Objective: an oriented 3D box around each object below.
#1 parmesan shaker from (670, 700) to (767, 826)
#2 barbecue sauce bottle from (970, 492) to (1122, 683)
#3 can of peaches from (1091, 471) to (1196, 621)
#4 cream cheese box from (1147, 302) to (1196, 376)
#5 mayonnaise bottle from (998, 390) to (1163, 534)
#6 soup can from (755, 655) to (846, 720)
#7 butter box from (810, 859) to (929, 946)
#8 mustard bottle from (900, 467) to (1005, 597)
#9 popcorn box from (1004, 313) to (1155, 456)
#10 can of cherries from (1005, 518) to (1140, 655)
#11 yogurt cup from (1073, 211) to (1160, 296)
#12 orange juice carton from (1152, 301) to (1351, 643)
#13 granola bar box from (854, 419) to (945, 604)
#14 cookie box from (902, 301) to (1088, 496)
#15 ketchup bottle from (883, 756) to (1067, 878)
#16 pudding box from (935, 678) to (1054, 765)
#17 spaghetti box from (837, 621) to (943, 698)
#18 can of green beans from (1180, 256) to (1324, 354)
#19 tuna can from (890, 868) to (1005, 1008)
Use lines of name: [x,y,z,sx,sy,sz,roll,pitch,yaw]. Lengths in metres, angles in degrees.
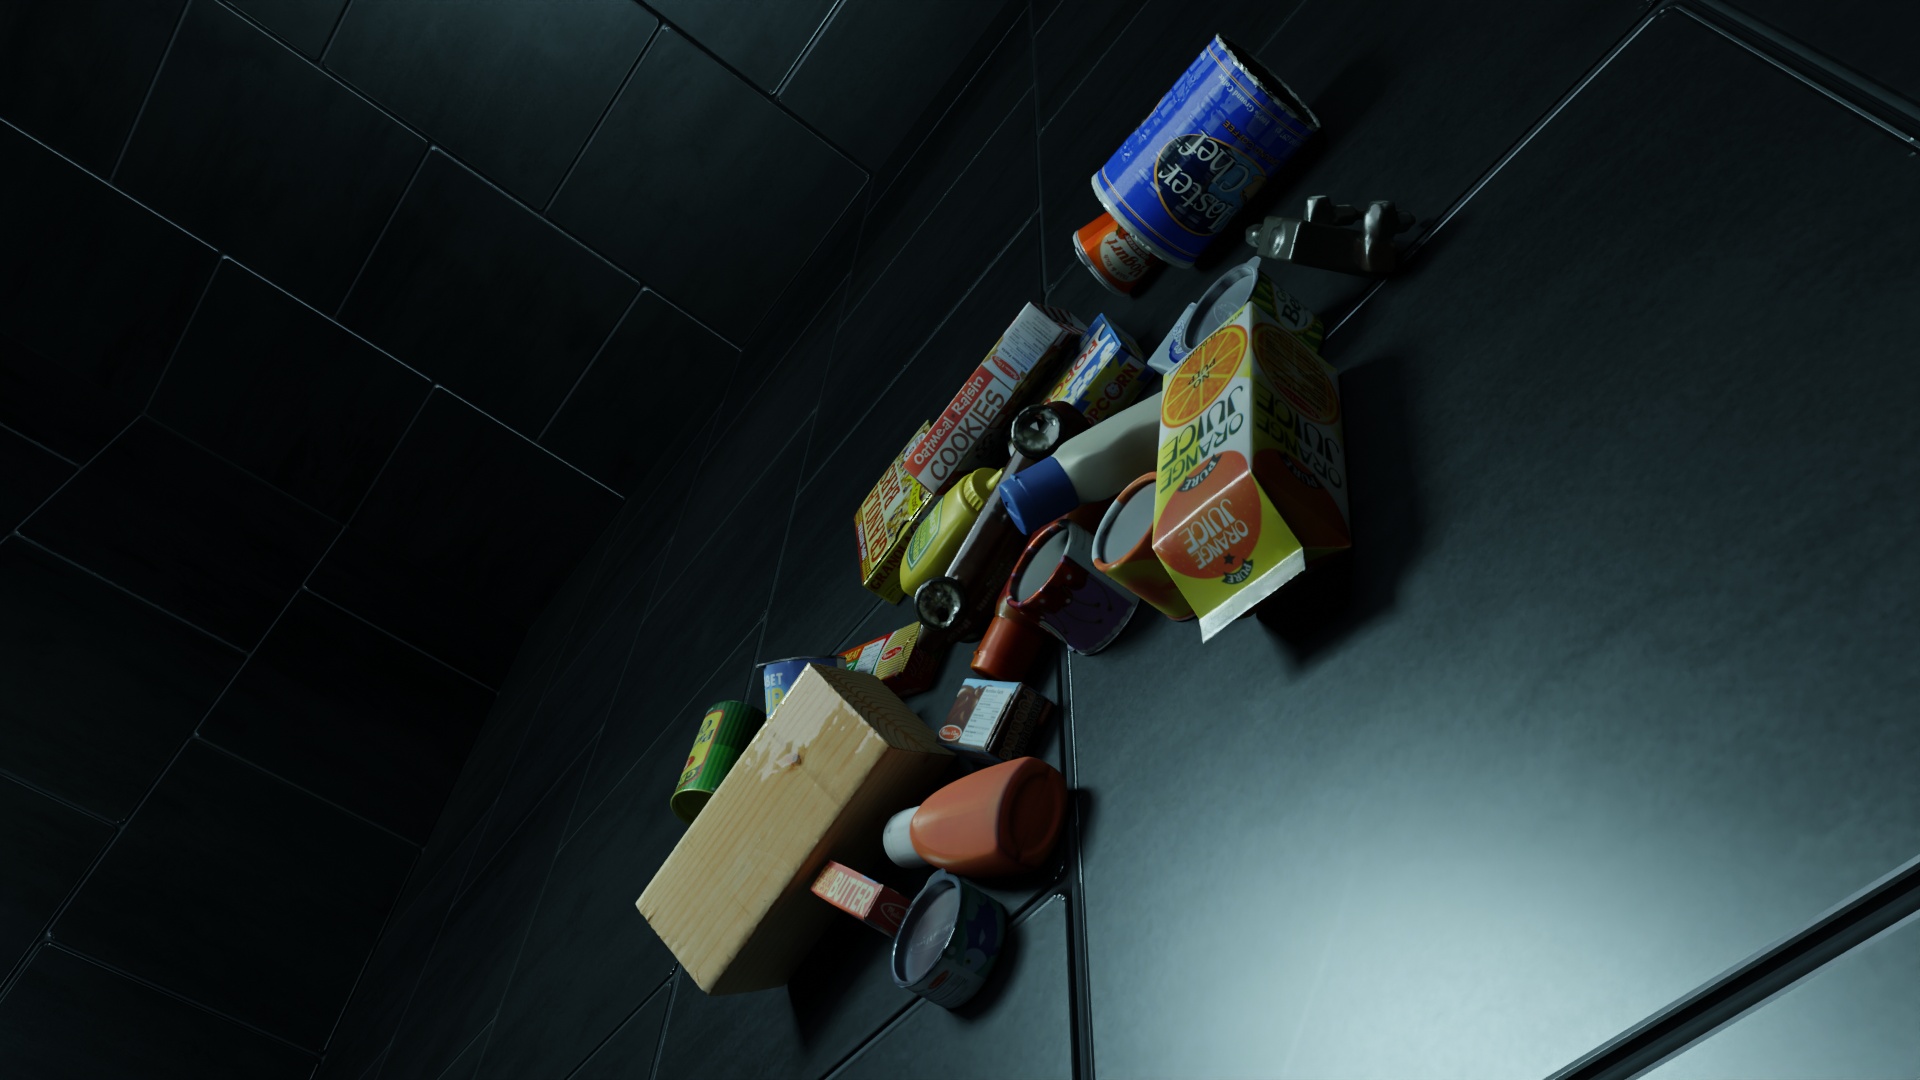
parmesan shaker: [-0.216,0.207,1.267,0.071,0.071,0.103,-41,24,40]
barbecue sauce bottle: [0.055,0.027,0.920,0.149,0.043,0.064,-62,6,-13]
can of peaches: [0.118,0.002,0.785,0.071,0.058,0.071,-49,20,24]
cream cheese box: [0.166,-0.128,0.933,0.053,0.024,0.104,-55,19,4]
mayonnaise bottle: [0.096,-0.053,0.856,0.148,0.041,0.065,-28,17,-7]
soup can: [-0.122,0.136,1.090,0.071,0.071,0.084,-24,69,59]
butter box: [-0.050,0.223,0.845,0.024,0.053,0.103,-60,19,-16]
mustard bottle: [0.004,-0.013,1.075,0.159,0.049,0.066,-52,23,44]
popcorn box: [0.089,-0.104,1.063,0.126,0.038,0.085,-51,18,17]
can of cherries: [0.069,0.030,0.859,0.071,0.058,0.072,-47,21,24]
yogurt cup: [0.134,-0.243,1.142,0.053,0.072,0.073,-38,25,26]
orange juice carton: [0.153,-0.033,0.731,0.071,0.073,0.194,-41,24,38]
granola bar box: [-0.045,-0.030,1.272,0.124,0.039,0.166,-52,19,14]
cookie box: [0.035,-0.113,1.131,0.167,0.040,0.123,-51,-10,16]
ketchup bottle: [0.003,0.168,0.818,0.148,0.043,0.065,-28,33,55]
pudding box: [0.021,0.115,0.882,0.050,0.030,0.083,-63,19,-15]
spaghetti box: [-0.087,0.115,1.153,0.249,0.028,0.050,-26,35,56]
can of green beans: [0.178,-0.125,0.845,0.071,0.058,0.071,-48,20,24]
tuna can: [-0.007,0.221,0.772,0.071,0.033,0.071,-48,21,24]
